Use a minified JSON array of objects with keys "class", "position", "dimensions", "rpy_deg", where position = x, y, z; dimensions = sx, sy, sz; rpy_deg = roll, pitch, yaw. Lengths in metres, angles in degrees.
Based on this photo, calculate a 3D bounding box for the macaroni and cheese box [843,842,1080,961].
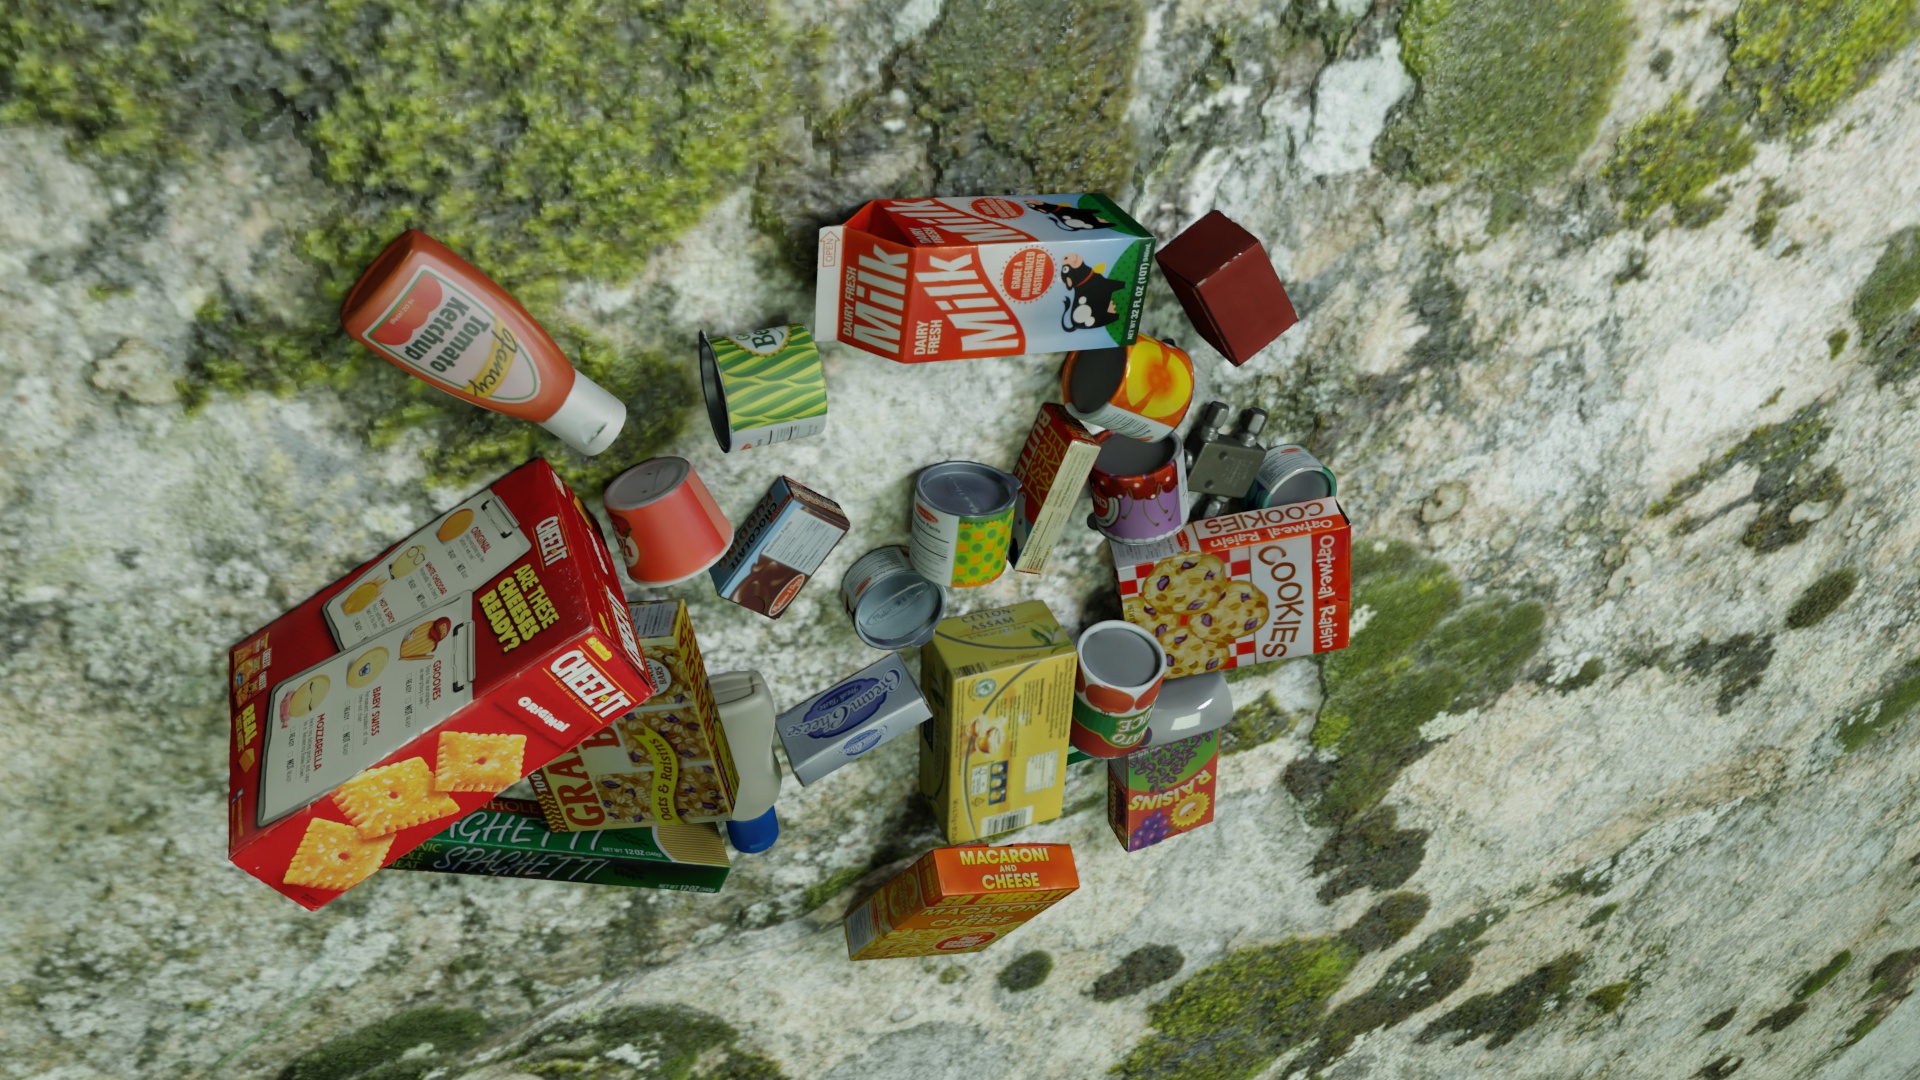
[{"class":"macaroni and cheese box","position":[-0.002,0.284,1.091],"dimensions":[0.124,0.040,0.165],"rpy_deg":[5,146,-30]}]

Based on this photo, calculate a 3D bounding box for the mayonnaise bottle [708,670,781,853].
[{"class":"mayonnaise bottle","position":[-0.155,0.157,0.967],"dimensions":[0.065,0.041,0.147],"rpy_deg":[-12,129,-10]}]

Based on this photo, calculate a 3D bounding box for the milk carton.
[{"class":"milk carton","position":[0.009,-0.152,0.801],"dimensions":[0.191,0.074,0.072],"rpy_deg":[-8,126,-21]}]

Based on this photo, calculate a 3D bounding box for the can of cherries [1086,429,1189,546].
[{"class":"can of cherries","position":[0.118,-0.039,0.942],"dimensions":[0.071,0.072,0.058],"rpy_deg":[-22,130,-11]}]

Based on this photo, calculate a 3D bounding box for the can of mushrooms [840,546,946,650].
[{"class":"can of mushrooms","position":[-0.045,0.040,0.941],"dimensions":[0.071,0.033,0.070],"rpy_deg":[-13,128,-18]}]

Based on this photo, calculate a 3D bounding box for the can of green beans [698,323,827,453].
[{"class":"can of green beans","position":[-0.113,-0.087,0.793],"dimensions":[0.058,0.071,0.071],"rpy_deg":[-13,128,-18]}]

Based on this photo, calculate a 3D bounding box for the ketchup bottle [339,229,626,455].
[{"class":"ketchup bottle","position":[-0.245,-0.097,0.735],"dimensions":[0.064,0.044,0.148],"rpy_deg":[-45,131,9]}]

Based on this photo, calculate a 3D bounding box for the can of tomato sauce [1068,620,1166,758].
[{"class":"can of tomato sauce","position":[0.112,0.109,1.011],"dimensions":[0.071,0.071,0.082],"rpy_deg":[-13,140,-18]}]

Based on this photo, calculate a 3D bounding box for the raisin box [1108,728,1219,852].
[{"class":"raisin box","position":[0.168,0.195,1.154],"dimensions":[0.086,0.040,0.122],"rpy_deg":[-17,130,-16]}]

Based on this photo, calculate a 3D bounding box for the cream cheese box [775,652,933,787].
[{"class":"cream cheese box","position":[-0.076,0.124,0.972],"dimensions":[0.104,0.053,0.024],"rpy_deg":[-28,133,-5]}]

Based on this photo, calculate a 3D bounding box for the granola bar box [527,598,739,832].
[{"class":"granola bar box","position":[-0.219,0.113,0.878],"dimensions":[0.124,0.039,0.164],"rpy_deg":[-5,128,3]}]

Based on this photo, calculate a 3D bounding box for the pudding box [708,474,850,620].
[{"class":"pudding box","position":[-0.116,0.005,0.882],"dimensions":[0.049,0.030,0.083],"rpy_deg":[27,109,-39]}]

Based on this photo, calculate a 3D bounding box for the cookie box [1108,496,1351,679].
[{"class":"cookie box","position":[0.200,0.040,1.025],"dimensions":[0.167,0.040,0.122],"rpy_deg":[-10,129,3]}]

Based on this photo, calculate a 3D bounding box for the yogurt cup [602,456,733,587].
[{"class":"yogurt cup","position":[-0.174,-0.013,0.819],"dimensions":[0.072,0.072,0.053],"rpy_deg":[-25,123,-8]}]

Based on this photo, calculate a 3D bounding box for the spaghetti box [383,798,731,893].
[{"class":"spaghetti box","position":[-0.275,0.203,0.933],"dimensions":[0.250,0.050,0.028],"rpy_deg":[15,114,-33]}]

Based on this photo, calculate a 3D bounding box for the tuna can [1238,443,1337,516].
[{"class":"tuna can","position":[0.243,-0.034,1.030],"dimensions":[0.071,0.033,0.070],"rpy_deg":[-13,127,-17]}]

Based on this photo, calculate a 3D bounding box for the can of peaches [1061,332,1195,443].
[{"class":"can of peaches","position":[0.107,-0.104,0.892],"dimensions":[0.058,0.071,0.071],"rpy_deg":[15,116,-33]}]

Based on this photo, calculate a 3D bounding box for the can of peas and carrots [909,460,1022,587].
[{"class":"can of peas and carrots","position":[0.003,-0.011,0.906],"dimensions":[0.071,0.071,0.058],"rpy_deg":[-8,127,-21]}]

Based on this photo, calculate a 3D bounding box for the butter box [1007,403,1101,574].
[{"class":"butter box","position":[0.055,-0.034,0.923],"dimensions":[0.024,0.053,0.103],"rpy_deg":[9,118,-28]}]

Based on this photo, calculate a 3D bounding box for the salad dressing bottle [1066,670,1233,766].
[{"class":"salad dressing bottle","position":[0.137,0.140,1.088],"dimensions":[0.148,0.064,0.043],"rpy_deg":[-16,111,-4]}]
